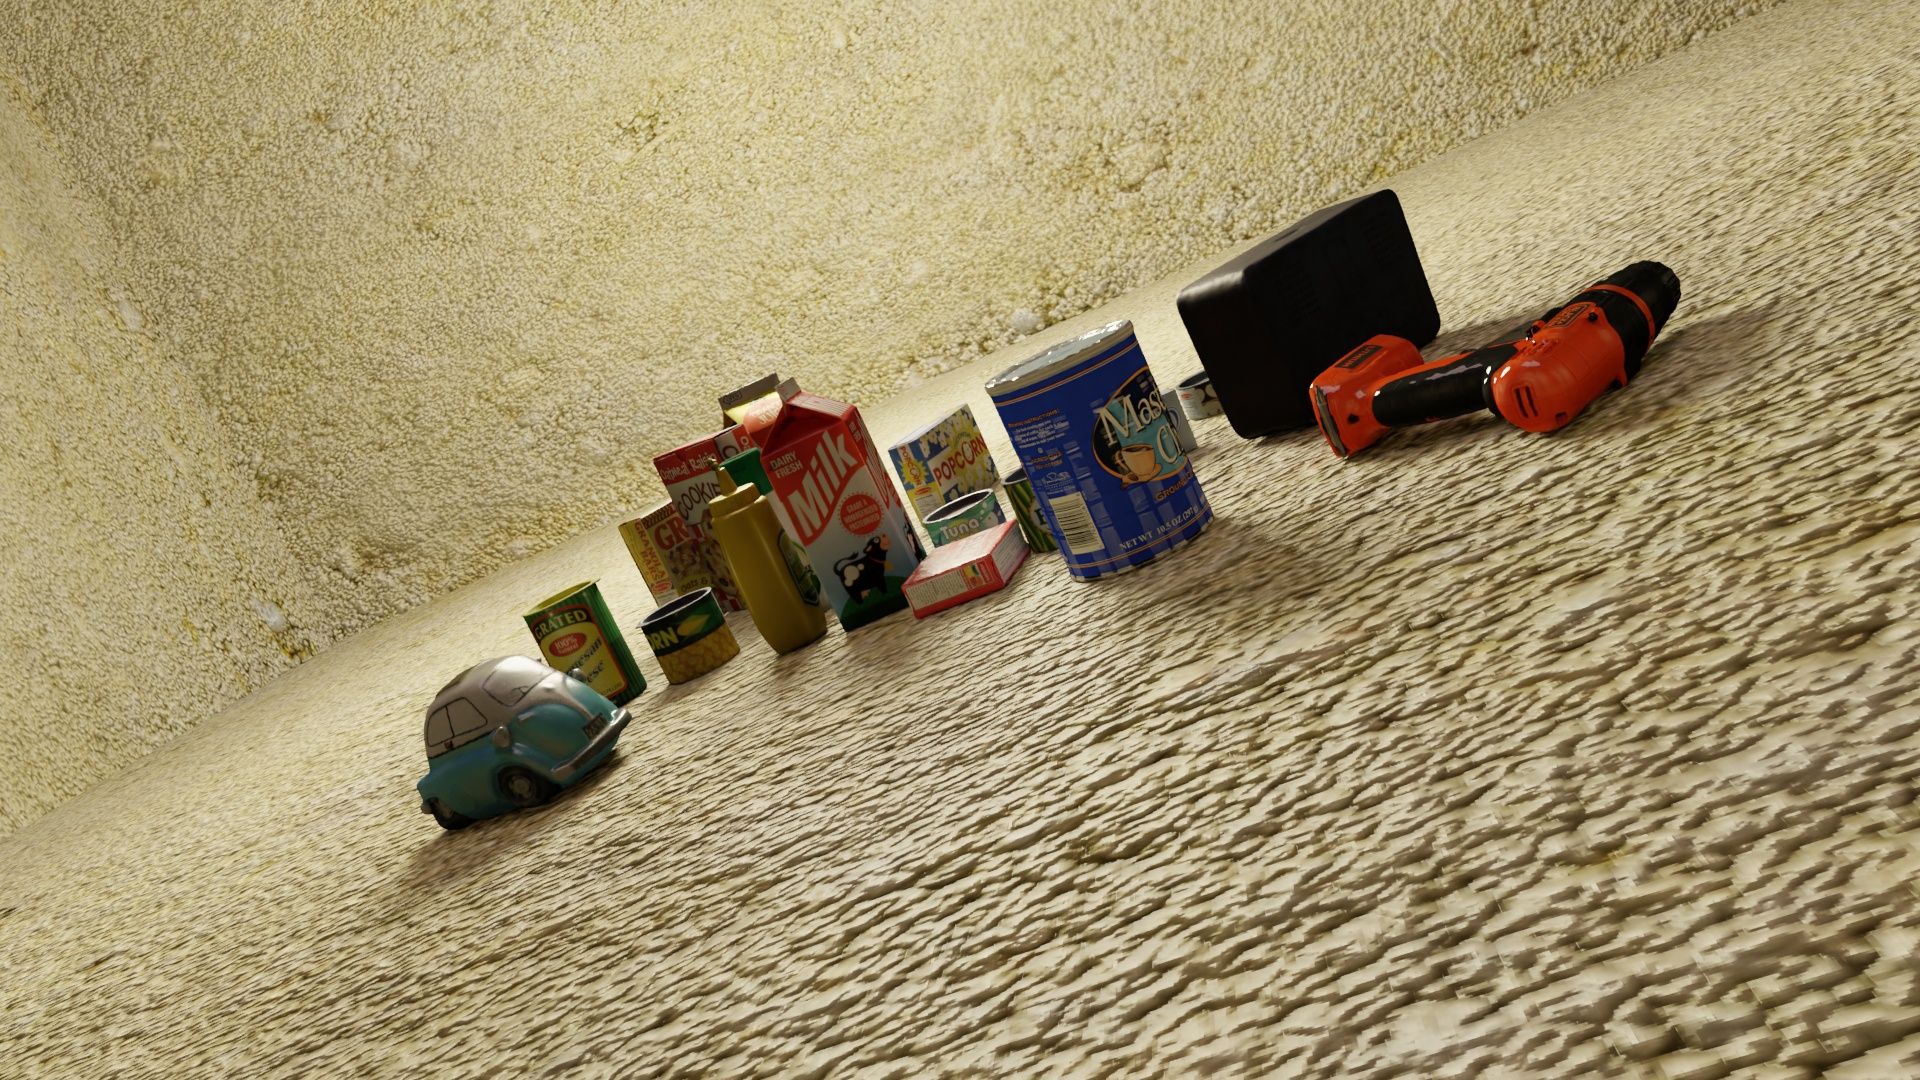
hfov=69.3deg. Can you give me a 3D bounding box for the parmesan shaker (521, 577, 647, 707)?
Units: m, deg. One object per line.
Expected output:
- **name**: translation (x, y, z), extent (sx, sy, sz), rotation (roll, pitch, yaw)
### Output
- **parmesan shaker**: translation (-0.314, 0.092, 1.175), extent (0.071, 0.103, 0.071), rotation (-24, 10, 5)

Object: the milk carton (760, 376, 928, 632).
- **milk carton**: translation (-0.092, -0.035, 1.058), extent (0.073, 0.190, 0.072), rotation (-23, 10, 8)

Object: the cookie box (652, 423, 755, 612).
- **cookie box**: translation (-0.213, -0.018, 1.306), extent (0.040, 0.167, 0.122), rotation (-33, 13, -37)

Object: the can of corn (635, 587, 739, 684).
- **can of corn**: translation (-0.227, 0.081, 1.155), extent (0.071, 0.058, 0.071), rotation (-24, 11, 5)

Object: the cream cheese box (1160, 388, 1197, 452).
- **cream cheese box**: translation (0.136, -0.078, 1.126), extent (0.104, 0.053, 0.024), rotation (-26, 10, -8)

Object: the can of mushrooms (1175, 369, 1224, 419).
- **can of mushrooms**: translation (0.232, -0.137, 1.248), extent (0.071, 0.033, 0.071), rotation (-24, 11, 5)

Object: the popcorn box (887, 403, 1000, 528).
- **popcorn box**: translation (-0.015, -0.075, 1.360), extent (0.038, 0.085, 0.127), rotation (-19, 12, 30)

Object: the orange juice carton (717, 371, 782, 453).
- **orange juice carton**: translation (-0.172, -0.069, 1.389), extent (0.072, 0.192, 0.073), rotation (-30, 12, -27)

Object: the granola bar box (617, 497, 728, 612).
- **granola bar box**: translation (-0.252, 0.005, 1.396), extent (0.039, 0.124, 0.166), rotation (-18, 13, 35)

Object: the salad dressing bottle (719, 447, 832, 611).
- **salad dressing bottle**: translation (-0.155, -0.004, 1.163), extent (0.064, 0.147, 0.044), rotation (-22, 11, 16)

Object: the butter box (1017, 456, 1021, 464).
- **butter box**: translation (0.098, -0.083, 1.236), extent (0.103, 0.053, 0.024), rotation (-16, 13, 38)

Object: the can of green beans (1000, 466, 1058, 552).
- **can of green beans**: translation (0.071, -0.030, 1.029), extent (0.071, 0.057, 0.071), rotation (-24, 11, 5)

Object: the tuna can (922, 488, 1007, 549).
- **tuna can**: translation (0.004, -0.015, 1.169), extent (0.071, 0.032, 0.071), rotation (-24, 11, 5)

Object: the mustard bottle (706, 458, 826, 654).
- **mustard bottle**: translation (-0.156, 0.008, 1.075), extent (0.049, 0.160, 0.065), rotation (-24, 10, 8)
